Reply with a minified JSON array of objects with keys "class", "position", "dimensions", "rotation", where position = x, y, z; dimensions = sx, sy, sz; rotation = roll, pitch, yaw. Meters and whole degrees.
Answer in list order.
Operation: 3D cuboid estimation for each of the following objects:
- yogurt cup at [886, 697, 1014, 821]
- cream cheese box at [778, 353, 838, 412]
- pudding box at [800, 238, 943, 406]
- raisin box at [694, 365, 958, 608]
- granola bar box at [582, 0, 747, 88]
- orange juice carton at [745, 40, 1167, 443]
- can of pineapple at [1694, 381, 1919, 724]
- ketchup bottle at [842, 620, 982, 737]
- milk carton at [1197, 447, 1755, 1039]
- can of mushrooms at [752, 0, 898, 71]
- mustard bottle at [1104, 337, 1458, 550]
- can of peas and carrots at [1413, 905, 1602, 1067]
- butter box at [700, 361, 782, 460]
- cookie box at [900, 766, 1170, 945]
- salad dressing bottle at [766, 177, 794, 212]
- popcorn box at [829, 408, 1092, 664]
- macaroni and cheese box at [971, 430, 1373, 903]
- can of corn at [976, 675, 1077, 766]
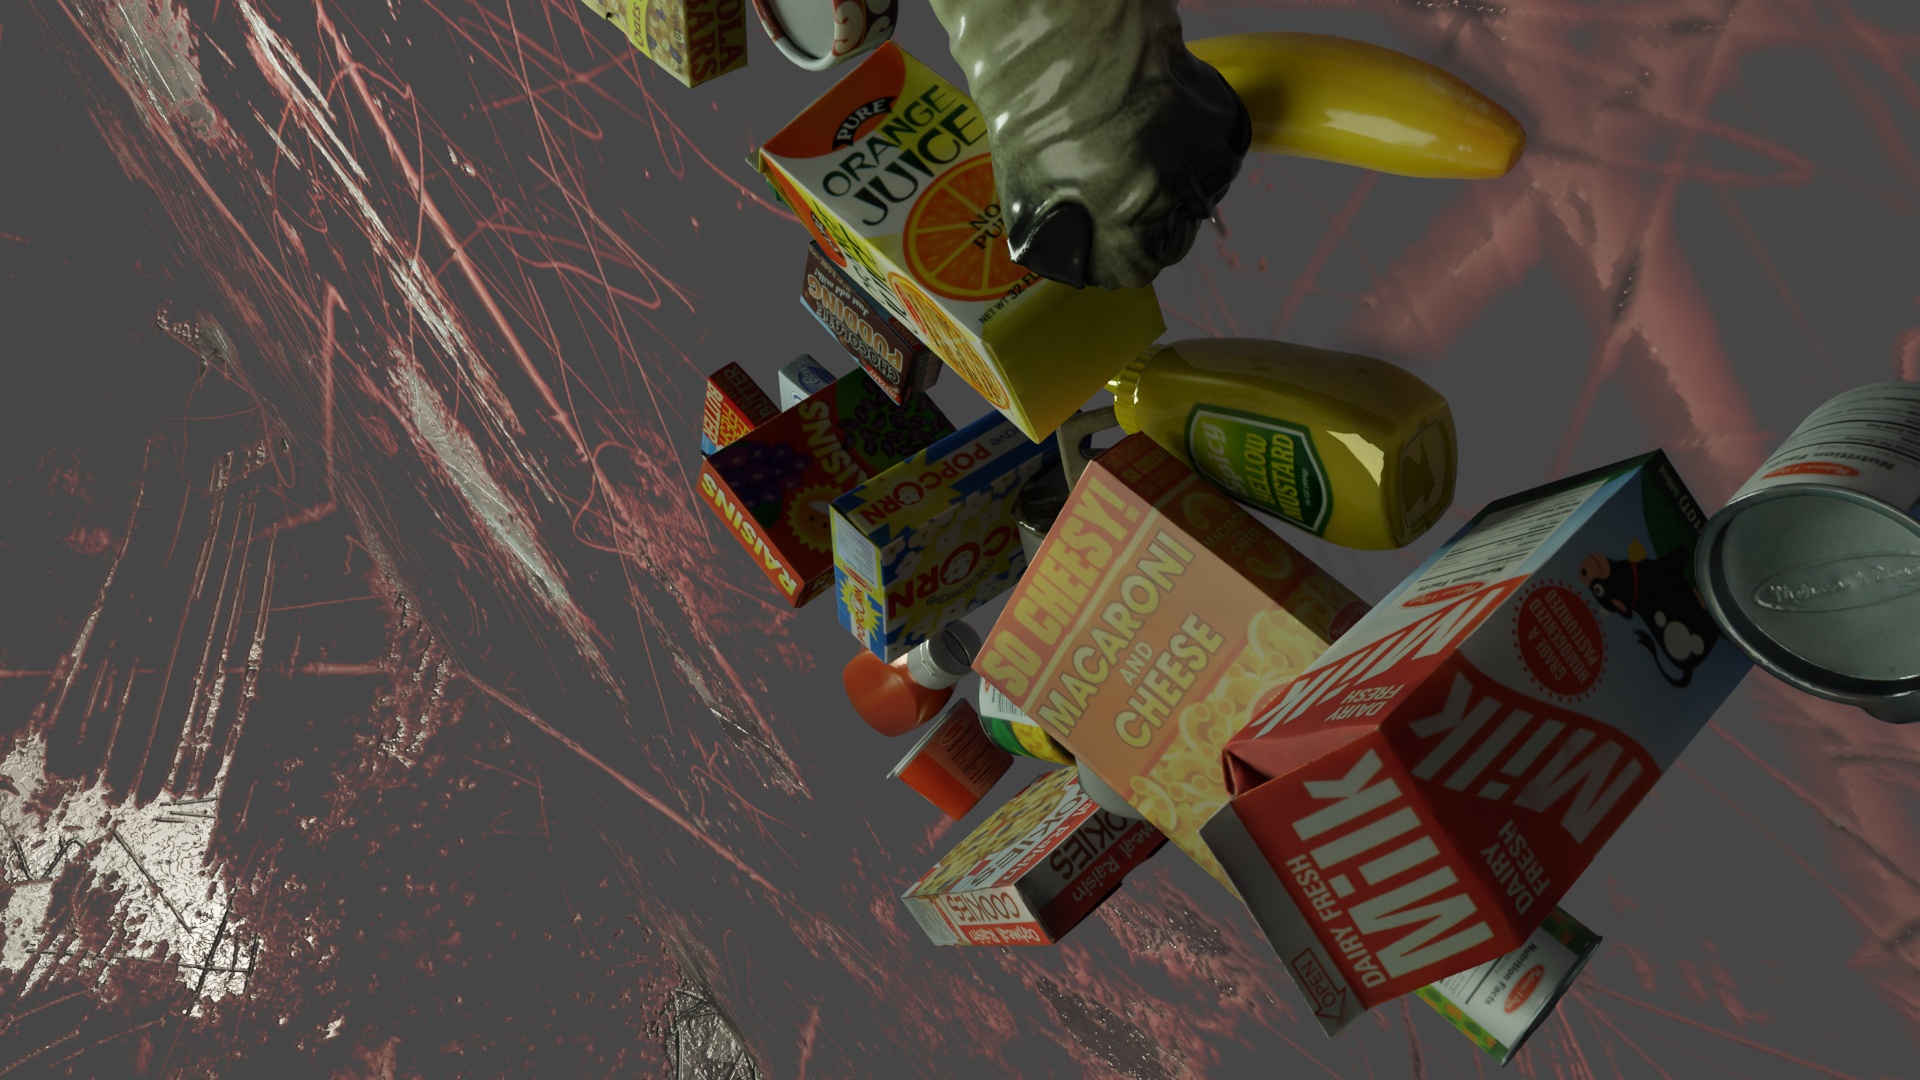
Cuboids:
[{"class":"yogurt cup","position":[-0.002,0.143,0.897],"dimensions":[0.054,0.073,0.072],"rotation":[43,151,6]},{"class":"cream cheese box","position":[-0.082,-0.058,0.841],"dimensions":[0.053,0.024,0.103],"rotation":[39,149,26]},{"class":"pudding box","position":[-0.044,-0.116,0.708],"dimensions":[0.084,0.030,0.049],"rotation":[48,153,14]},{"class":"raisin box","position":[-0.062,-0.034,0.727],"dimensions":[0.086,0.124,0.040],"rotation":[50,152,8]},{"class":"granola bar box","position":[-0.155,-0.316,0.652],"dimensions":[0.124,0.039,0.164],"rotation":[43,150,23]},{"class":"orange juice carton","position":[-0.012,-0.132,0.559],"dimensions":[0.193,0.072,0.072],"rotation":[45,174,33]},{"class":"can of pineapple","position":[0.237,0.002,0.359],"dimensions":[0.071,0.058,0.070],"rotation":[39,149,29]},{"class":"ketchup bottle","position":[-0.030,0.086,0.897],"dimensions":[0.065,0.044,0.148],"rotation":[53,153,1]},{"class":"milk carton","position":[0.150,0.056,0.413],"dimensions":[0.072,0.191,0.073],"rotation":[57,153,-3]},{"class":"can of mushrooms","position":[-0.061,-0.240,0.594],"dimensions":[0.071,0.033,0.070],"rotation":[39,149,29]},{"class":"mustard bottle","position":[0.107,-0.045,0.526],"dimensions":[0.160,0.049,0.065],"rotation":[24,141,45]},{"class":"can of peas and carrots","position":[0.218,0.170,0.572],"dimensions":[0.059,0.071,0.070],"rotation":[38,148,30]},{"class":"butter box","position":[-0.148,-0.070,0.933],"dimensions":[0.053,0.024,0.103],"rotation":[47,152,13]},{"class":"cookie box","position":[0.050,0.174,0.780],"dimensions":[0.040,0.123,0.167],"rotation":[54,153,-1]},{"class":"salad dressing bottle","position":[-0.033,-0.141,0.650],"dimensions":[0.148,0.044,0.064],"rotation":[42,156,26]},{"class":"popcorn box","position":[0.002,-0.008,0.649],"dimensions":[0.038,0.127,0.084],"rotation":[43,150,30]},{"class":"macaroni and cheese box","position":[0.098,0.056,0.533],"dimensions":[0.167,0.040,0.123],"rotation":[40,130,15]},{"class":"can of corn","position":[0.054,0.086,0.742],"dimensions":[0.058,0.071,0.071],"rotation":[-2,119,58]}]
